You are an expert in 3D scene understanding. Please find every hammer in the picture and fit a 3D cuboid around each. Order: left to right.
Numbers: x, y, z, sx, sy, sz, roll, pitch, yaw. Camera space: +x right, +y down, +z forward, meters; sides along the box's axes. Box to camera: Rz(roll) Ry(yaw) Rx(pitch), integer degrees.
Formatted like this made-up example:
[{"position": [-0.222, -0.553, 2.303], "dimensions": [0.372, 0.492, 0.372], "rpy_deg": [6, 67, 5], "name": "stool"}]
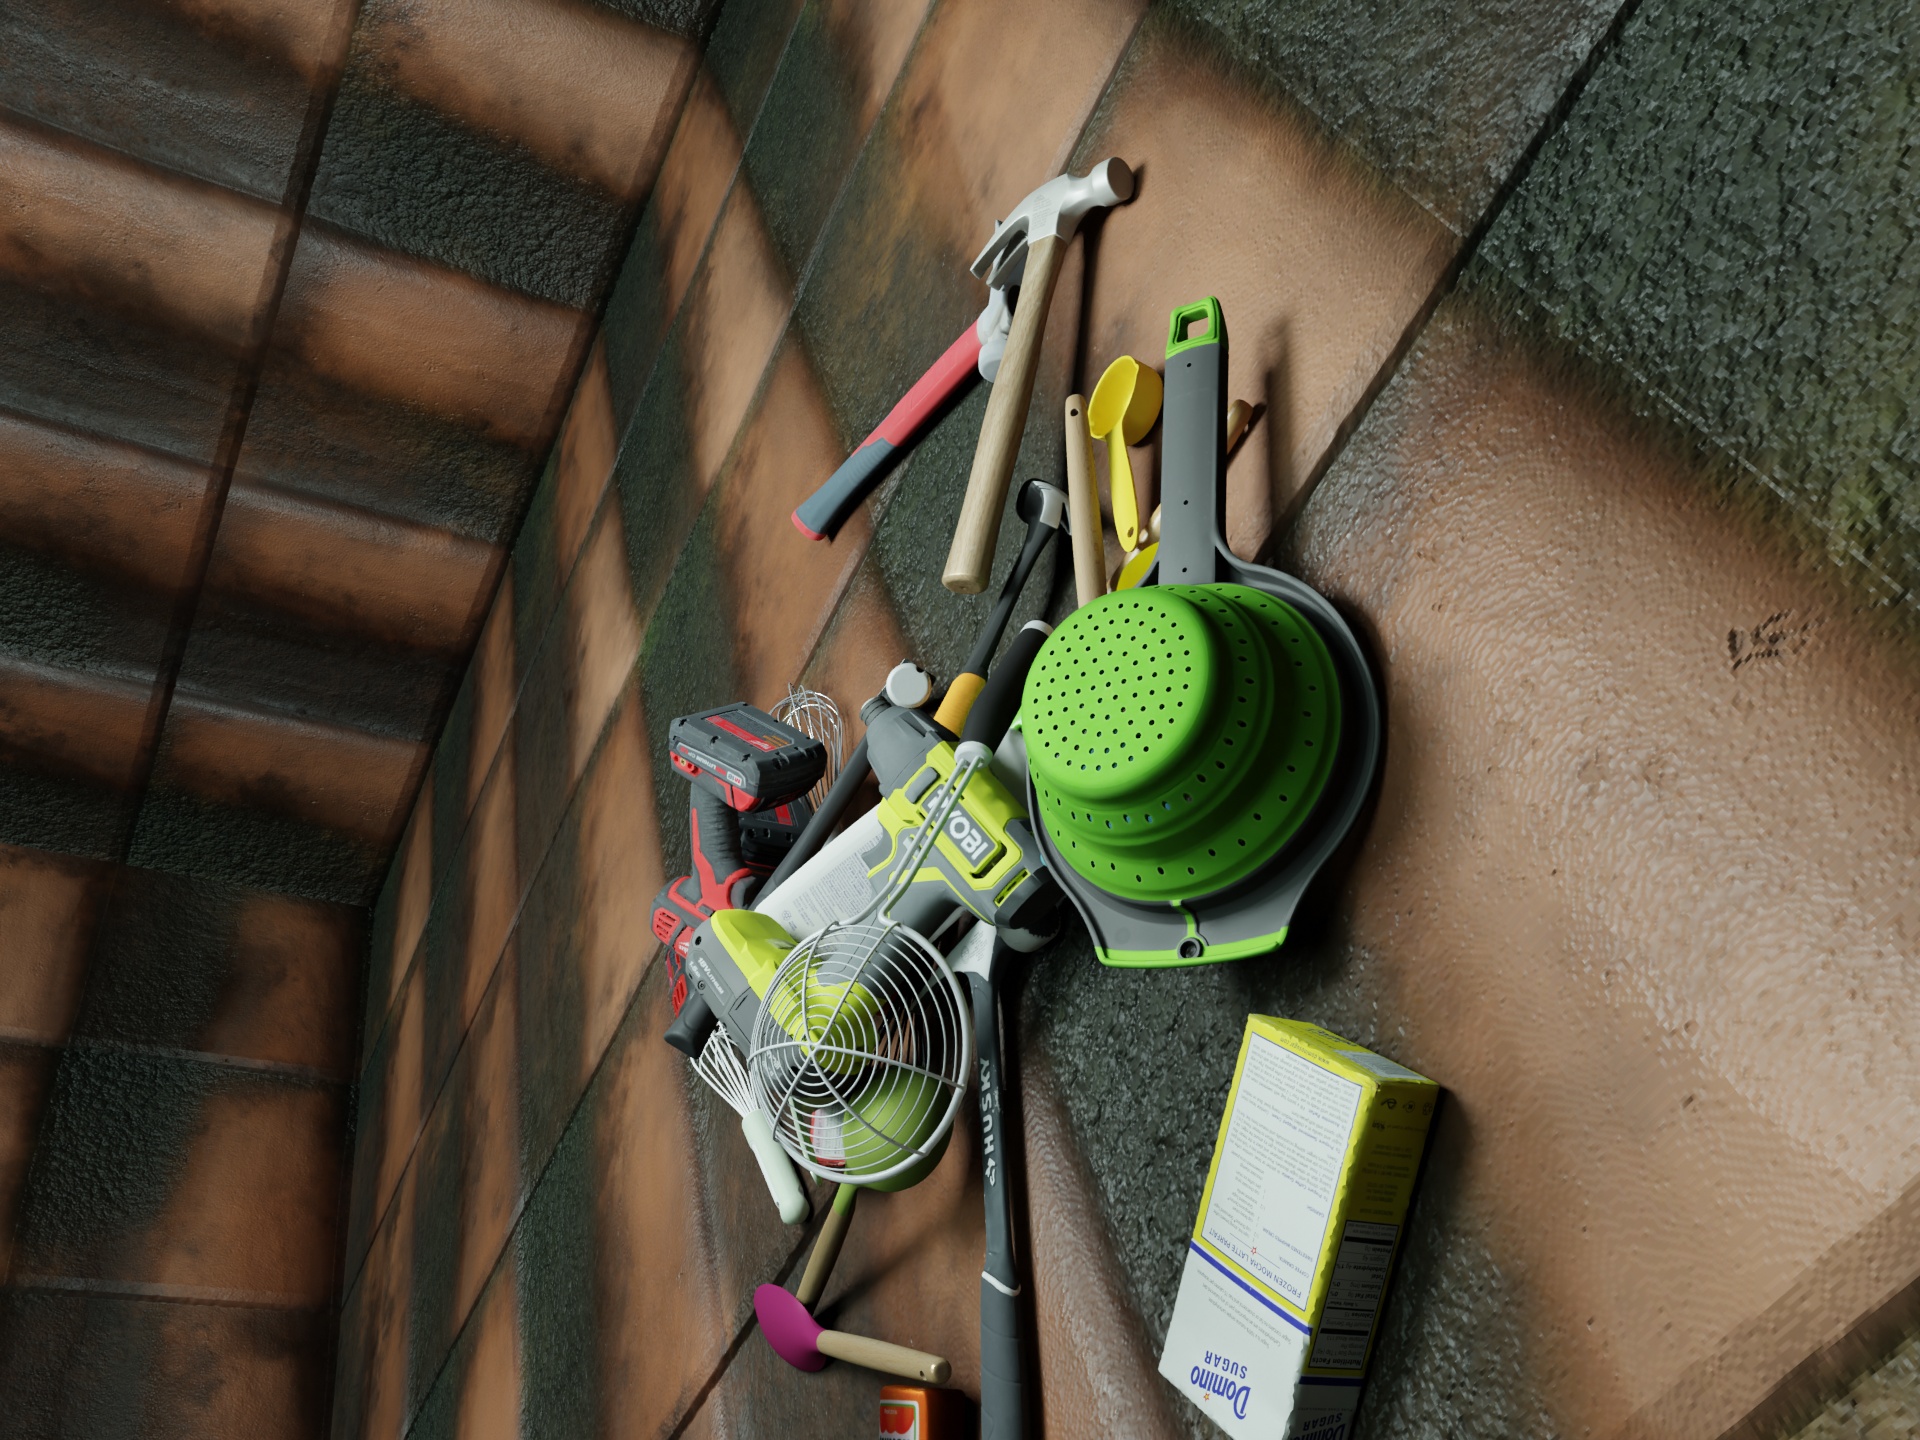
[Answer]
[{"position": [-0.119, 0.103, 1.177], "dimensions": [0.335, 0.035, 0.146], "rpy_deg": [-58, 2, -2], "name": "hammer"}, {"position": [-0.051, -0.271, 1.386], "dimensions": [0.386, 0.038, 0.143], "rpy_deg": [-34, 46, 53], "name": "hammer"}, {"position": [-0.002, -0.004, 1.105], "dimensions": [0.127, 0.034, 0.337], "rpy_deg": [-105, 38, -72], "name": "hammer"}, {"position": [0.019, 0.313, 0.942], "dimensions": [0.149, 0.036, 0.409], "rpy_deg": [-44, 40, 48], "name": "hammer"}, {"position": [0.037, -0.243, 1.132], "dimensions": [0.130, 0.031, 0.331], "rpy_deg": [-7, 63, 47], "name": "hammer"}]

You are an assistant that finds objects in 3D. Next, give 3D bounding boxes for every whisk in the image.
[{"position": [-0.170, 0.322, 1.298], "dimensions": [0.247, 0.059, 0.057], "rpy_deg": [49, 158, 55], "name": "whisk"}, {"position": [-0.112, 0.079, 1.308], "dimensions": [0.070, 0.070, 0.285], "rpy_deg": [-55, 38, 35], "name": "whisk"}, {"position": [-0.035, 0.186, 1.108], "dimensions": [0.055, 0.055, 0.239], "rpy_deg": [-15, 59, 61], "name": "whisk"}]

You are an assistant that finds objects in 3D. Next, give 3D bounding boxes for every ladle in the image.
[{"position": [-0.071, 0.338, 1.068], "dimensions": [0.320, 0.062, 0.078], "rpy_deg": [109, 153, -42], "name": "ladle"}]

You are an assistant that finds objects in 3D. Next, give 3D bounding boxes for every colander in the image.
[{"position": [0.104, -0.075, 0.832], "dimensions": [0.204, 0.094, 0.397], "rpy_deg": [-12, 62, 33], "name": "colander"}]

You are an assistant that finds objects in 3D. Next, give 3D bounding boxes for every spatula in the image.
[{"position": [0.081, -0.063, 0.967], "dimensions": [0.082, 0.044, 0.318], "rpy_deg": [-9, 70, 15], "name": "spatula"}]

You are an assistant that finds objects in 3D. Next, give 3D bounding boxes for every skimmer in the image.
[{"position": [-0.006, 0.080, 0.877], "dimensions": [0.127, 0.090, 0.363], "rpy_deg": [-4, 36, 29], "name": "skimmer"}]

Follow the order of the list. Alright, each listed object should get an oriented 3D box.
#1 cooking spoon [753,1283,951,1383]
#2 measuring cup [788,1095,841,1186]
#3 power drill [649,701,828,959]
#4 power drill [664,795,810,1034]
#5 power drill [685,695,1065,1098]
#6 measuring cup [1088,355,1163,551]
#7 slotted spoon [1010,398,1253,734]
[{"position": [-0.080, 0.414, 1.053], "dimensions": [0.319, 0.017, 0.069], "rpy_deg": [-29, 84, 60], "name": "cooking spoon"}, {"position": [-0.093, 0.243, 1.040], "dimensions": [0.038, 0.083, 0.168], "rpy_deg": [-26, 27, -3], "name": "measuring cup"}, {"position": [-0.178, 0.109, 1.276], "dimensions": [0.143, 0.078, 0.219], "rpy_deg": [26, 117, 33], "name": "power drill"}, {"position": [-0.215, 0.149, 1.448], "dimensions": [0.226, 0.080, 0.188], "rpy_deg": [-66, 27, 25], "name": "power drill"}, {"position": [-0.059, 0.108, 0.985], "dimensions": [0.223, 0.080, 0.171], "rpy_deg": [-48, 65, 12], "name": "power drill"}, {"position": [0.111, -0.166, 1.017], "dimensions": [0.062, 0.029, 0.157], "rpy_deg": [-45, 38, 46], "name": "measuring cup"}, {"position": [0.093, -0.072, 1.012], "dimensions": [0.313, 0.031, 0.070], "rpy_deg": [-57, 30, 29], "name": "slotted spoon"}]
